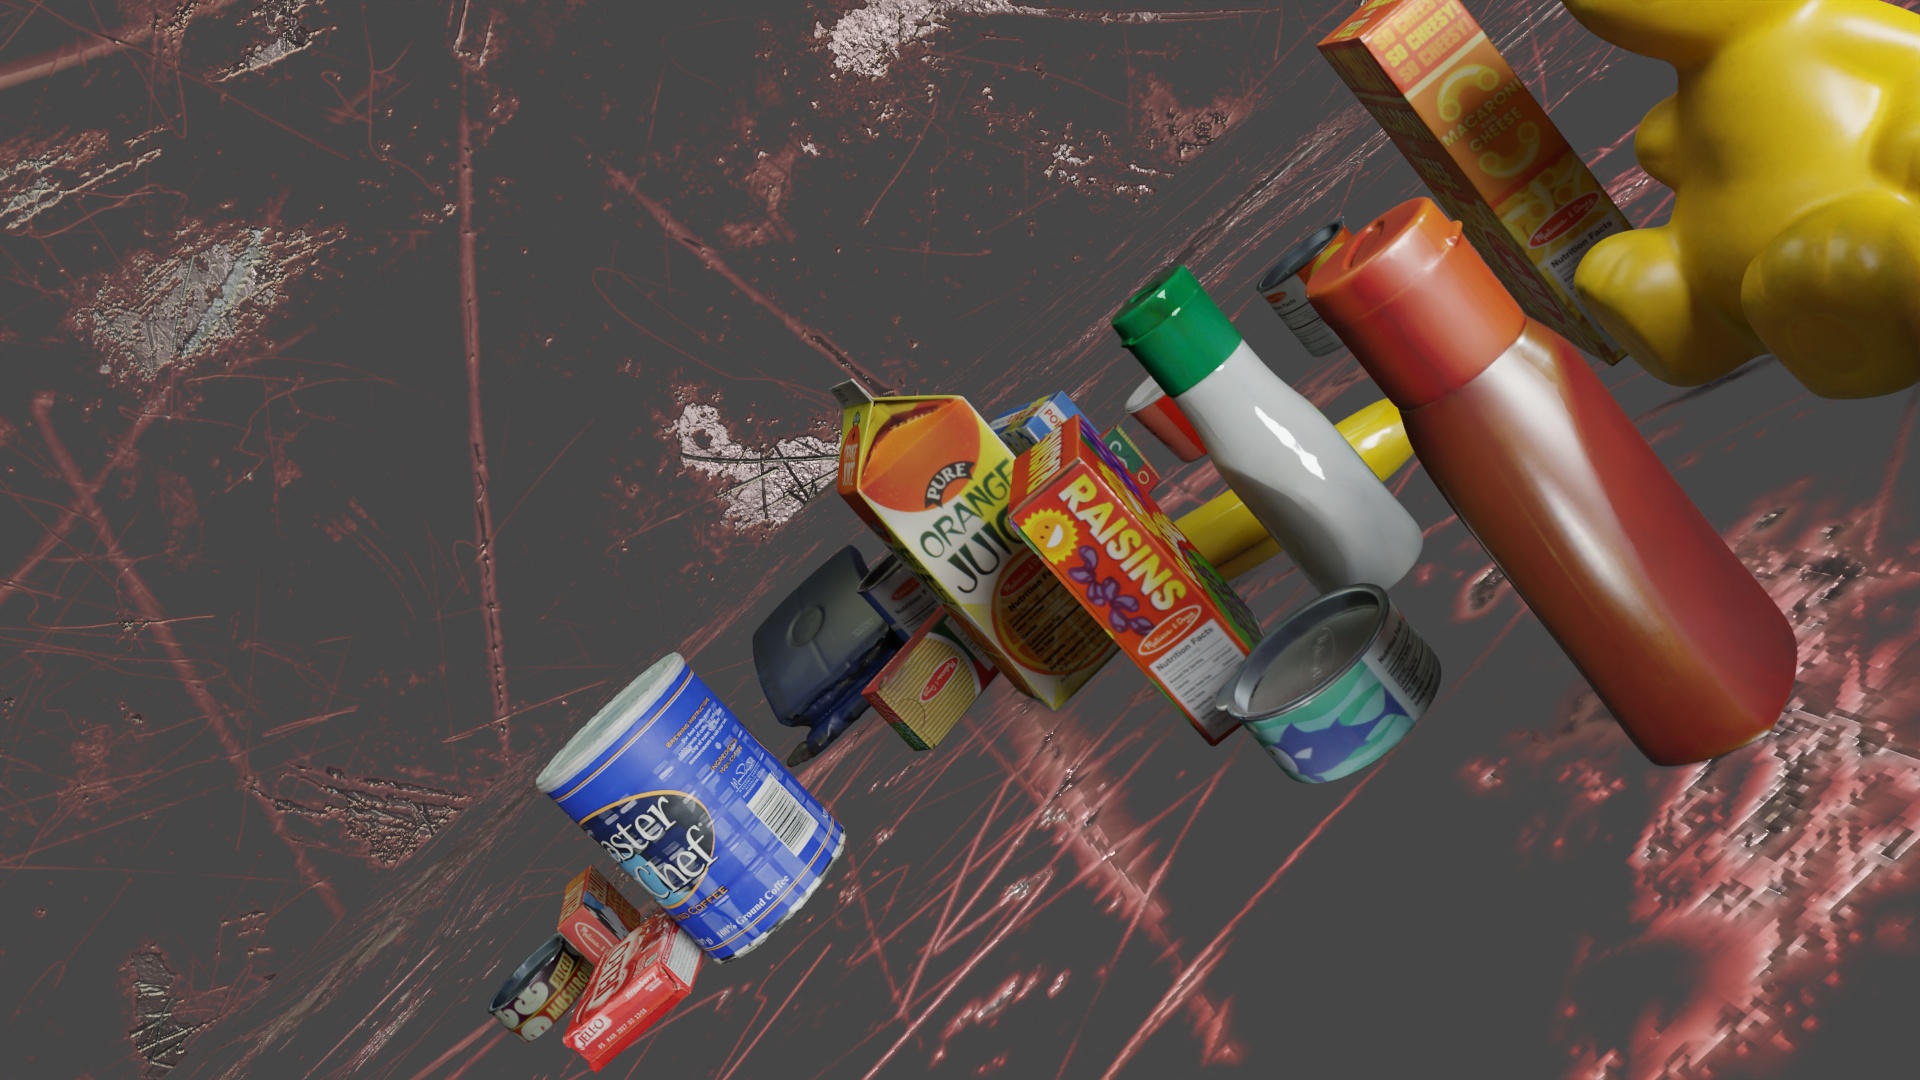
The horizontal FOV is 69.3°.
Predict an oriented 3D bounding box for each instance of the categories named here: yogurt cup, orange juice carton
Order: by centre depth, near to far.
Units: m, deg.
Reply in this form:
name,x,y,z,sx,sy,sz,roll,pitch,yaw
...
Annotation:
name,x,y,z,sx,sy,sz,roll,pitch,yaw
orange juice carton,0.003,-0.009,0.716,0.073,0.192,0.072,-43,10,-8
yogurt cup,0.148,-0.087,0.896,0.072,0.054,0.072,-40,10,9

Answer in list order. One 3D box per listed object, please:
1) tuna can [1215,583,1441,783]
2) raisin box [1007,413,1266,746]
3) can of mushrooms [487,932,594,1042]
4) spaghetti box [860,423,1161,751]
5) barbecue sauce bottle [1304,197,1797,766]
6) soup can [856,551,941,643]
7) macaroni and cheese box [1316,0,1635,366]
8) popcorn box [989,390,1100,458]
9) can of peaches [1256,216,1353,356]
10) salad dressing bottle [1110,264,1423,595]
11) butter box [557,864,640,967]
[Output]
name,x,y,z,sx,sy,sz,roll,pitch,yaw
tuna can,0.124,0.050,0.472,0.071,0.033,0.071,-40,10,9
raisin box,0.073,0.013,0.561,0.040,0.123,0.086,-39,10,15
can of mushrooms,-0.278,0.298,0.927,0.071,0.033,0.071,-40,10,9
spaghetti box,0.037,0.024,0.854,0.251,0.050,0.028,-47,11,-29
barbecue sauce bottle,0.145,-0.017,0.343,0.043,0.148,0.065,-34,13,39
soup can,-0.013,0.040,0.881,0.071,0.083,0.071,-40,10,9
macaroni and cheese box,0.226,-0.160,0.592,0.040,0.166,0.124,-39,10,16
popcorn box,0.065,-0.056,0.987,0.038,0.085,0.126,-44,10,-13
can of peaches,0.232,-0.159,0.874,0.071,0.058,0.071,-40,10,9
salad dressing bottle,0.119,-0.041,0.543,0.044,0.147,0.064,-43,10,-7
butter box,-0.236,0.251,0.912,0.024,0.053,0.103,-43,10,-8
